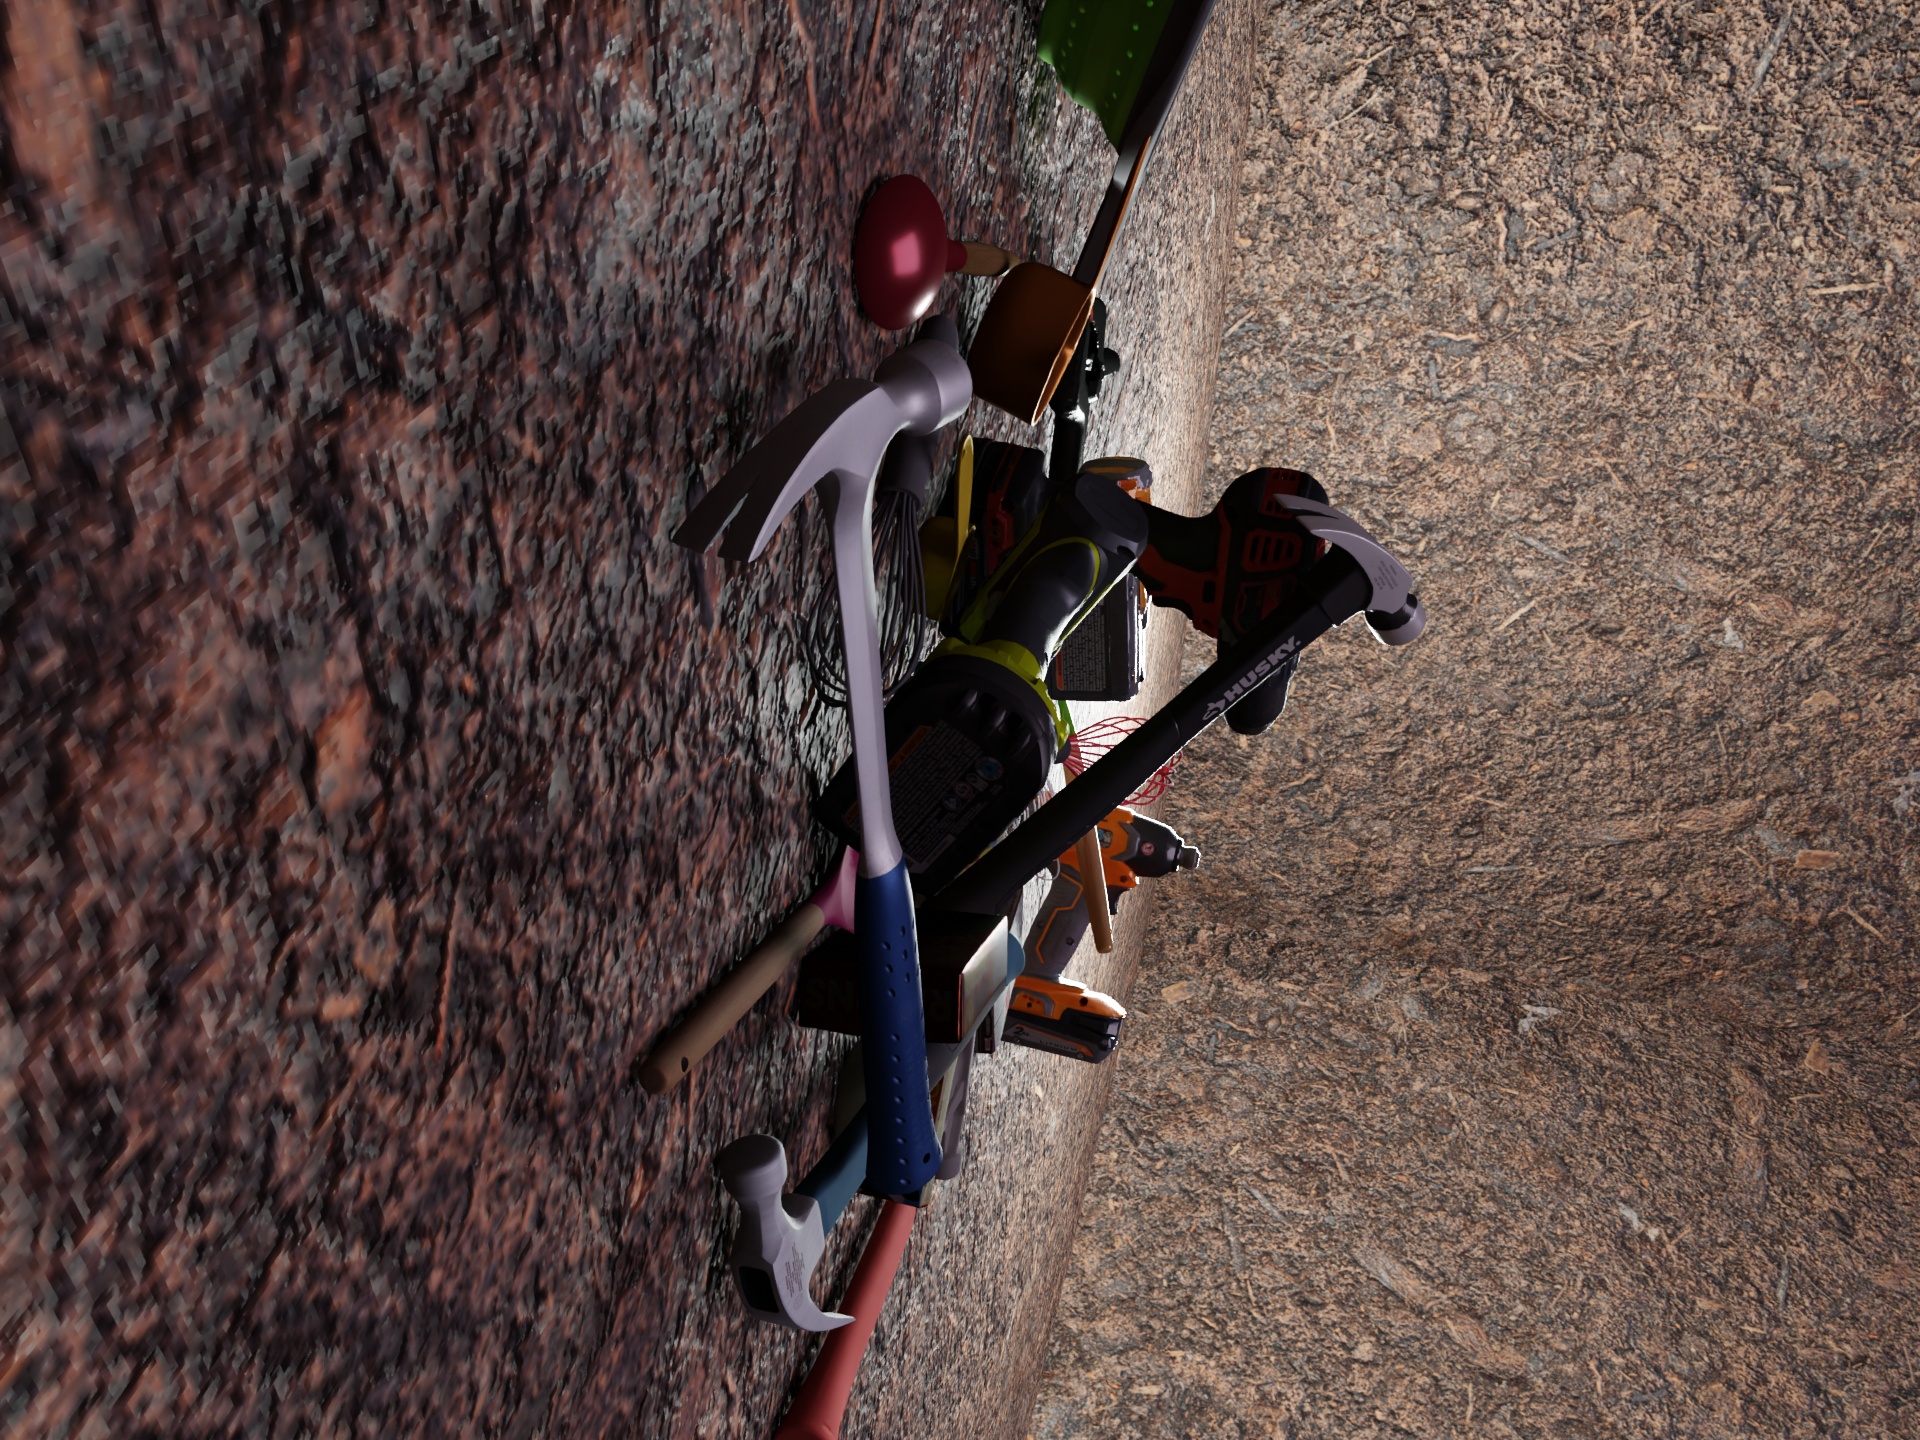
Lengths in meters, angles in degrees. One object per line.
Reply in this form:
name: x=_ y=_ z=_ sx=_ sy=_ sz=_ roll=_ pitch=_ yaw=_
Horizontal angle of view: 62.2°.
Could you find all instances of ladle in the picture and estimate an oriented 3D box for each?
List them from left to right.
ladle: x=0.000 y=-0.242 z=0.837 sx=0.315 sy=0.031 sz=0.069 roll=-52 pitch=151 yaw=-71

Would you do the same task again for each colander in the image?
colander: x=0.082 y=-0.382 z=1.011 sx=0.205 sy=0.094 sz=0.396 roll=-68 pitch=-178 yaw=-48

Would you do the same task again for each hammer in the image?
hammer: x=-0.040 y=0.054 z=0.679 sx=0.144 sy=0.035 sz=0.405 roll=-40 pitch=138 yaw=-44
hammer: x=-0.047 y=0.340 z=1.062 sx=0.359 sy=0.037 sz=0.149 roll=-57 pitch=154 yaw=-64
hammer: x=-0.033 y=0.201 z=0.868 sx=0.331 sy=0.033 sz=0.128 roll=-43 pitch=132 yaw=-59
hammer: x=0.109 y=0.009 z=0.902 sx=0.146 sy=0.335 sz=0.035 roll=40 pitch=12 yaw=-48

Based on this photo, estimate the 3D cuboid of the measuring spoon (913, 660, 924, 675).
measuring spoon: x=-0.002 y=-0.003 z=0.988 sx=0.128 sy=0.021 sz=0.042 roll=58 pitch=46 yaw=-60

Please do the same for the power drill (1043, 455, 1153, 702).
power drill: x=0.107 y=-0.084 z=1.198 sx=0.226 sy=0.084 sz=0.185 roll=-62 pitch=151 yaw=-63

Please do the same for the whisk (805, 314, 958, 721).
whisk: x=-0.029 y=-0.104 z=0.759 sx=0.055 sy=0.055 sz=0.239 roll=81 pitch=17 yaw=-58

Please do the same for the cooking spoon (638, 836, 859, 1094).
cooking spoon: x=-0.079 y=0.100 z=0.744 sx=0.319 sy=0.017 sz=0.068 roll=-44 pitch=132 yaw=-72

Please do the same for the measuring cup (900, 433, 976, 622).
measuring cup: x=-0.012 y=-0.105 z=0.825 sx=0.156 sy=0.029 sz=0.062 roll=96 pitch=13 yaw=-65

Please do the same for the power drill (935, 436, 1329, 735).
power drill: x=0.105 y=-0.078 z=0.970 sx=0.187 sy=0.227 sz=0.080 roll=88 pitch=17 yaw=-45

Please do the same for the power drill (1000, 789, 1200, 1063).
power drill: x=0.118 y=0.187 z=1.438 sx=0.084 sy=0.164 sz=0.226 roll=19 pitch=83 yaw=-79

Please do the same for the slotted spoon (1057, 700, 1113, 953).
slotted spoon: x=0.092 y=0.040 z=1.295 sx=0.070 sy=0.031 sz=0.314 roll=77 pitch=5 yaw=-62

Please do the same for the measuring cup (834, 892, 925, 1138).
measuring cup: x=-0.045 y=0.178 z=0.940 sx=0.083 sy=0.038 sz=0.167 roll=0 pitch=95 yaw=-75

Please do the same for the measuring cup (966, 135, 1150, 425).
measuring cup: x=0.054 y=-0.259 z=0.916 sx=0.095 sy=0.052 sz=0.173 roll=-58 pitch=171 yaw=-69

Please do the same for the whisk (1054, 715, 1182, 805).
whisk: x=0.082 y=0.022 z=1.178 sx=0.295 sy=0.073 sz=0.073 roll=11 pitch=88 yaw=-54

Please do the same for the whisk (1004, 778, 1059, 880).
whisk: x=0.048 y=0.021 z=1.226 sx=0.070 sy=0.070 sz=0.284 roll=-69 pitch=159 yaw=-46

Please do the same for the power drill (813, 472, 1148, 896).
power drill: x=0.012 y=-0.018 z=0.833 sx=0.171 sy=0.080 sz=0.223 roll=-49 pitch=-173 yaw=37
